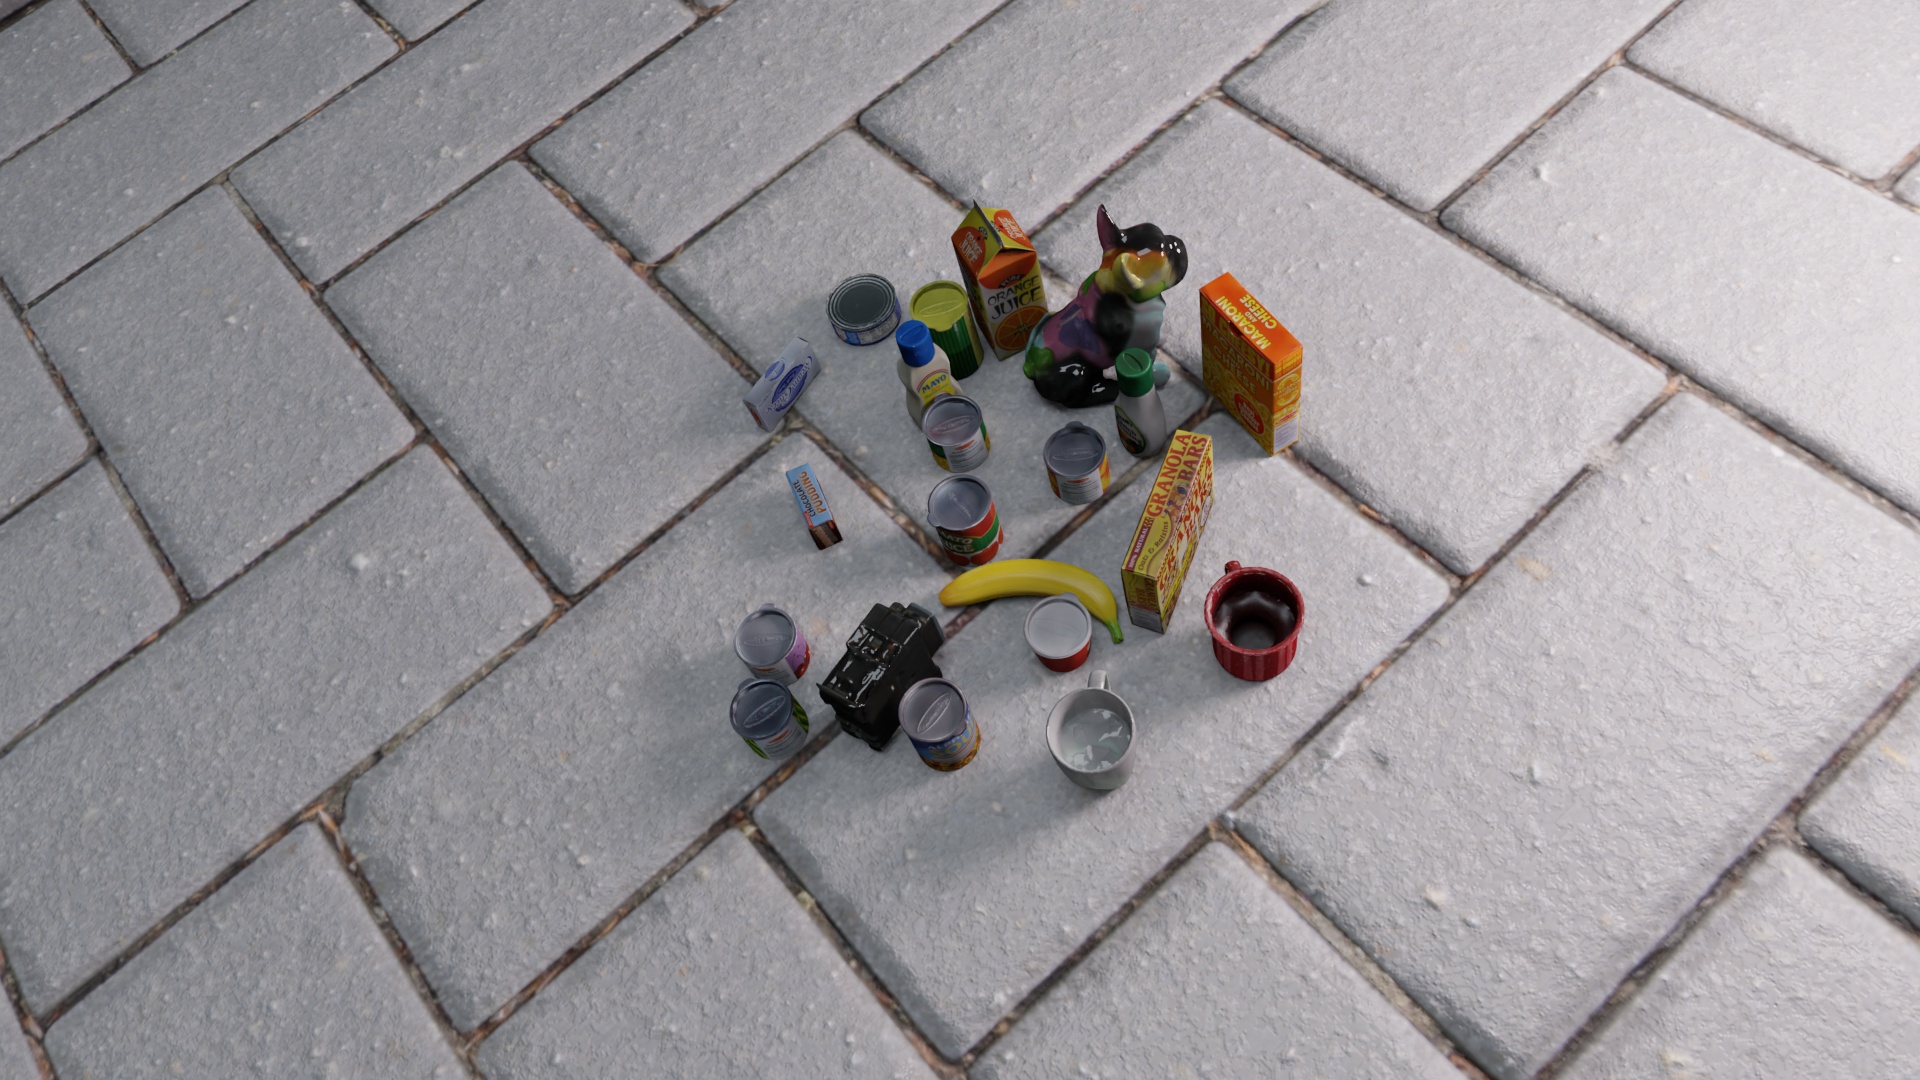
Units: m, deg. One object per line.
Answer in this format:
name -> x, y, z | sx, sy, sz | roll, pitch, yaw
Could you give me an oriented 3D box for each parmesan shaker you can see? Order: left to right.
parmesan shaker -> -0.014, -0.233, 1.564 | 0.071, 0.102, 0.071 | -5, 60, 9

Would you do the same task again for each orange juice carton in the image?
orange juice carton -> 0.045, -0.292, 1.533 | 0.073, 0.192, 0.072 | -26, 59, -3

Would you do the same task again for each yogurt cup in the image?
yogurt cup -> 0.099, 0.096, 1.380 | 0.072, 0.053, 0.073 | -5, 60, 9

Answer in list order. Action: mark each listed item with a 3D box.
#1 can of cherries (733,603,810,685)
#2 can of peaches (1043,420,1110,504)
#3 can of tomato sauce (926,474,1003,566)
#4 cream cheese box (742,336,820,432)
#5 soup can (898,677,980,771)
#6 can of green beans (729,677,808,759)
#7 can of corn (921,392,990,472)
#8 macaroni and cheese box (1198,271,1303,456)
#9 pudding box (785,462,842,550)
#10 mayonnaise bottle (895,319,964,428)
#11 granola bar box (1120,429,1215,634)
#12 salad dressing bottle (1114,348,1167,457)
can of cherries -> -0.193, 0.109, 1.432 | 0.071, 0.058, 0.072 | -5, 60, 9
can of peaches -> 0.124, -0.082, 1.474 | 0.071, 0.057, 0.071 | -5, 60, 9
can of tomato sauce -> 0.005, -0.018, 1.448 | 0.071, 0.082, 0.071 | -5, 60, 9
cream cheese box -> -0.205, -0.180, 1.603 | 0.024, 0.053, 0.104 | 27, 69, 24
soup can -> -0.017, 0.180, 1.339 | 0.071, 0.083, 0.071 | -5, 60, 9
can of green beans -> -0.191, 0.179, 1.392 | 0.071, 0.057, 0.071 | -5, 60, 9
can of corn -> -0.005, -0.118, 1.522 | 0.071, 0.058, 0.071 | -5, 60, 9
macaroni and cheese box -> 0.298, -0.179, 1.429 | 0.040, 0.165, 0.124 | -32, 59, -7
pudding box -> -0.160, -0.038, 1.514 | 0.030, 0.049, 0.084 | -24, 59, -2
mayonnaise bottle -> -0.038, -0.181, 1.513 | 0.065, 0.147, 0.041 | -33, 60, -7
granola bar box -> 0.207, -0.008, 1.376 | 0.039, 0.123, 0.166 | 15, 65, 20
salad dressing bottle -> 0.185, -0.143, 1.444 | 0.044, 0.147, 0.064 | -34, 60, -8
